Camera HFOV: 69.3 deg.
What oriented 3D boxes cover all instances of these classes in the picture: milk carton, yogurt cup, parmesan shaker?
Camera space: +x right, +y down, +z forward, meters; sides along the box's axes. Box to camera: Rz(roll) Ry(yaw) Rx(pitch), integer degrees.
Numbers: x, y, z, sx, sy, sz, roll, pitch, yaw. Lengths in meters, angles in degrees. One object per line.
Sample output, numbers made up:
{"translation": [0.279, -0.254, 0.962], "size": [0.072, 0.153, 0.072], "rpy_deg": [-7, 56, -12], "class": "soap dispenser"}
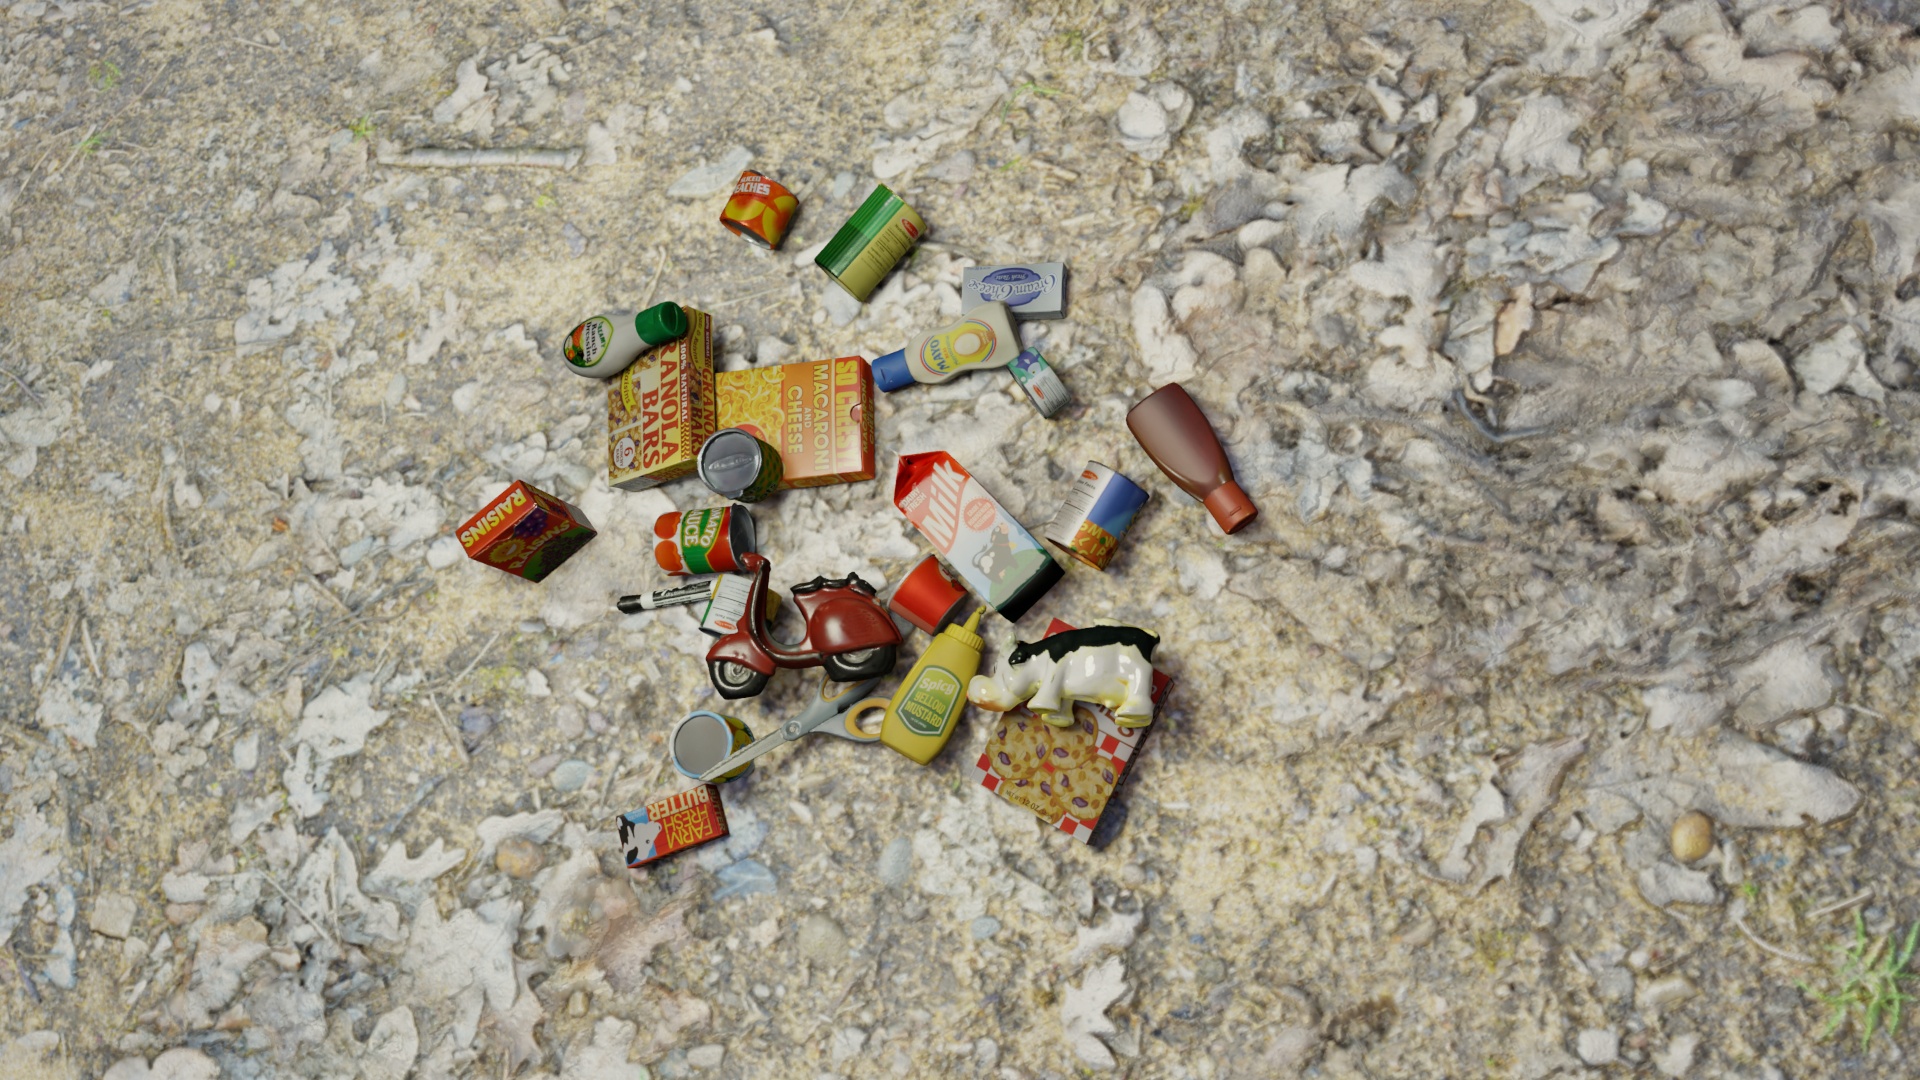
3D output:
{"translation": [0.005, -0.017, 1.319], "size": [0.073, 0.072, 0.191], "rpy_deg": [-44, 70, 1], "class": "milk carton"}
{"translation": [-0.029, 0.054, 1.316], "size": [0.054, 0.072, 0.072], "rpy_deg": [39, 89, 12], "class": "yogurt cup"}
{"translation": [-0.094, -0.304, 1.416], "size": [0.071, 0.071, 0.103], "rpy_deg": [42, 90, 20], "class": "parmesan shaker"}

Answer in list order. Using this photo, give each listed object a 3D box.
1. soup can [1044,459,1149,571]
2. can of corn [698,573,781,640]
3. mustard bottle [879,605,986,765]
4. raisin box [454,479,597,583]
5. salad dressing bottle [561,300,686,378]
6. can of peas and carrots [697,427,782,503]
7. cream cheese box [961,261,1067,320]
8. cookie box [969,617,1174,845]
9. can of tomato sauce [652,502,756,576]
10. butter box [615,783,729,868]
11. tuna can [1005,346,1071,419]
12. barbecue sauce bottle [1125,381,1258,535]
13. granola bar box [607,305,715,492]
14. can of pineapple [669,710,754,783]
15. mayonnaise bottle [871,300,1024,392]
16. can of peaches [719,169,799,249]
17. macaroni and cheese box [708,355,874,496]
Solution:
{"translation": [0.129, -0.021, 1.294], "size": [0.071, 0.071, 0.084], "rpy_deg": [30, 87, 19], "class": "soup can"}
{"translation": [-0.214, 0.071, 1.358], "size": [0.071, 0.071, 0.058], "rpy_deg": [15, 76, 17], "class": "can of corn"}
{"translation": [-0.017, 0.129, 1.298], "size": [0.065, 0.048, 0.160], "rpy_deg": [27, 80, 2], "class": "mustard bottle"}
{"translation": [-0.437, -0.007, 1.404], "size": [0.086, 0.123, 0.040], "rpy_deg": [-38, 70, 3], "class": "raisin box"}
{"translation": [-0.342, -0.207, 1.413], "size": [0.147, 0.044, 0.064], "rpy_deg": [-13, 73, 34], "class": "salad dressing bottle"}
{"translation": [-0.213, -0.070, 1.354], "size": [0.071, 0.058, 0.071], "rpy_deg": [-2, 82, 14], "class": "can of peas and carrots"}
{"translation": [0.054, -0.248, 1.389], "size": [0.104, 0.024, 0.053], "rpy_deg": [0, 78, 15], "class": "cream cheese box"}
{"translation": [0.102, 0.172, 1.264], "size": [0.123, 0.040, 0.167], "rpy_deg": [26, 84, 19], "class": "cookie box"}
{"translation": [-0.255, -0.001, 1.383], "size": [0.083, 0.071, 0.071], "rpy_deg": [-5, 76, 14], "class": "can of tomato sauce"}
{"translation": [-0.280, 0.277, 1.345], "size": [0.103, 0.024, 0.053], "rpy_deg": [-21, 72, 9], "class": "butter box"}
{"translation": [0.075, -0.153, 1.340], "size": [0.033, 0.071, 0.071], "rpy_deg": [-37, 71, 3], "class": "tuna can"}
{"translation": [0.219, -0.074, 1.293], "size": [0.065, 0.043, 0.149], "rpy_deg": [-35, 71, 4], "class": "barbecue sauce bottle"}
{"translation": [-0.308, -0.144, 1.428], "size": [0.124, 0.039, 0.166], "rpy_deg": [-15, 72, 34], "class": "granola bar box"}
{"translation": [-0.237, 0.199, 1.335], "size": [0.071, 0.058, 0.071], "rpy_deg": [-3, 76, 13], "class": "can of pineapple"}
{"translation": [-0.015, -0.186, 1.376], "size": [0.148, 0.041, 0.064], "rpy_deg": [-18, 99, 16], "class": "mayonnaise bottle"}
{"translation": [-0.213, -0.347, 1.458], "size": [0.071, 0.071, 0.058], "rpy_deg": [25, 85, 19], "class": "can of peaches"}
{"translation": [-0.173, -0.115, 1.406], "size": [0.166, 0.040, 0.124], "rpy_deg": [-6, 76, 14], "class": "macaroni and cheese box"}
